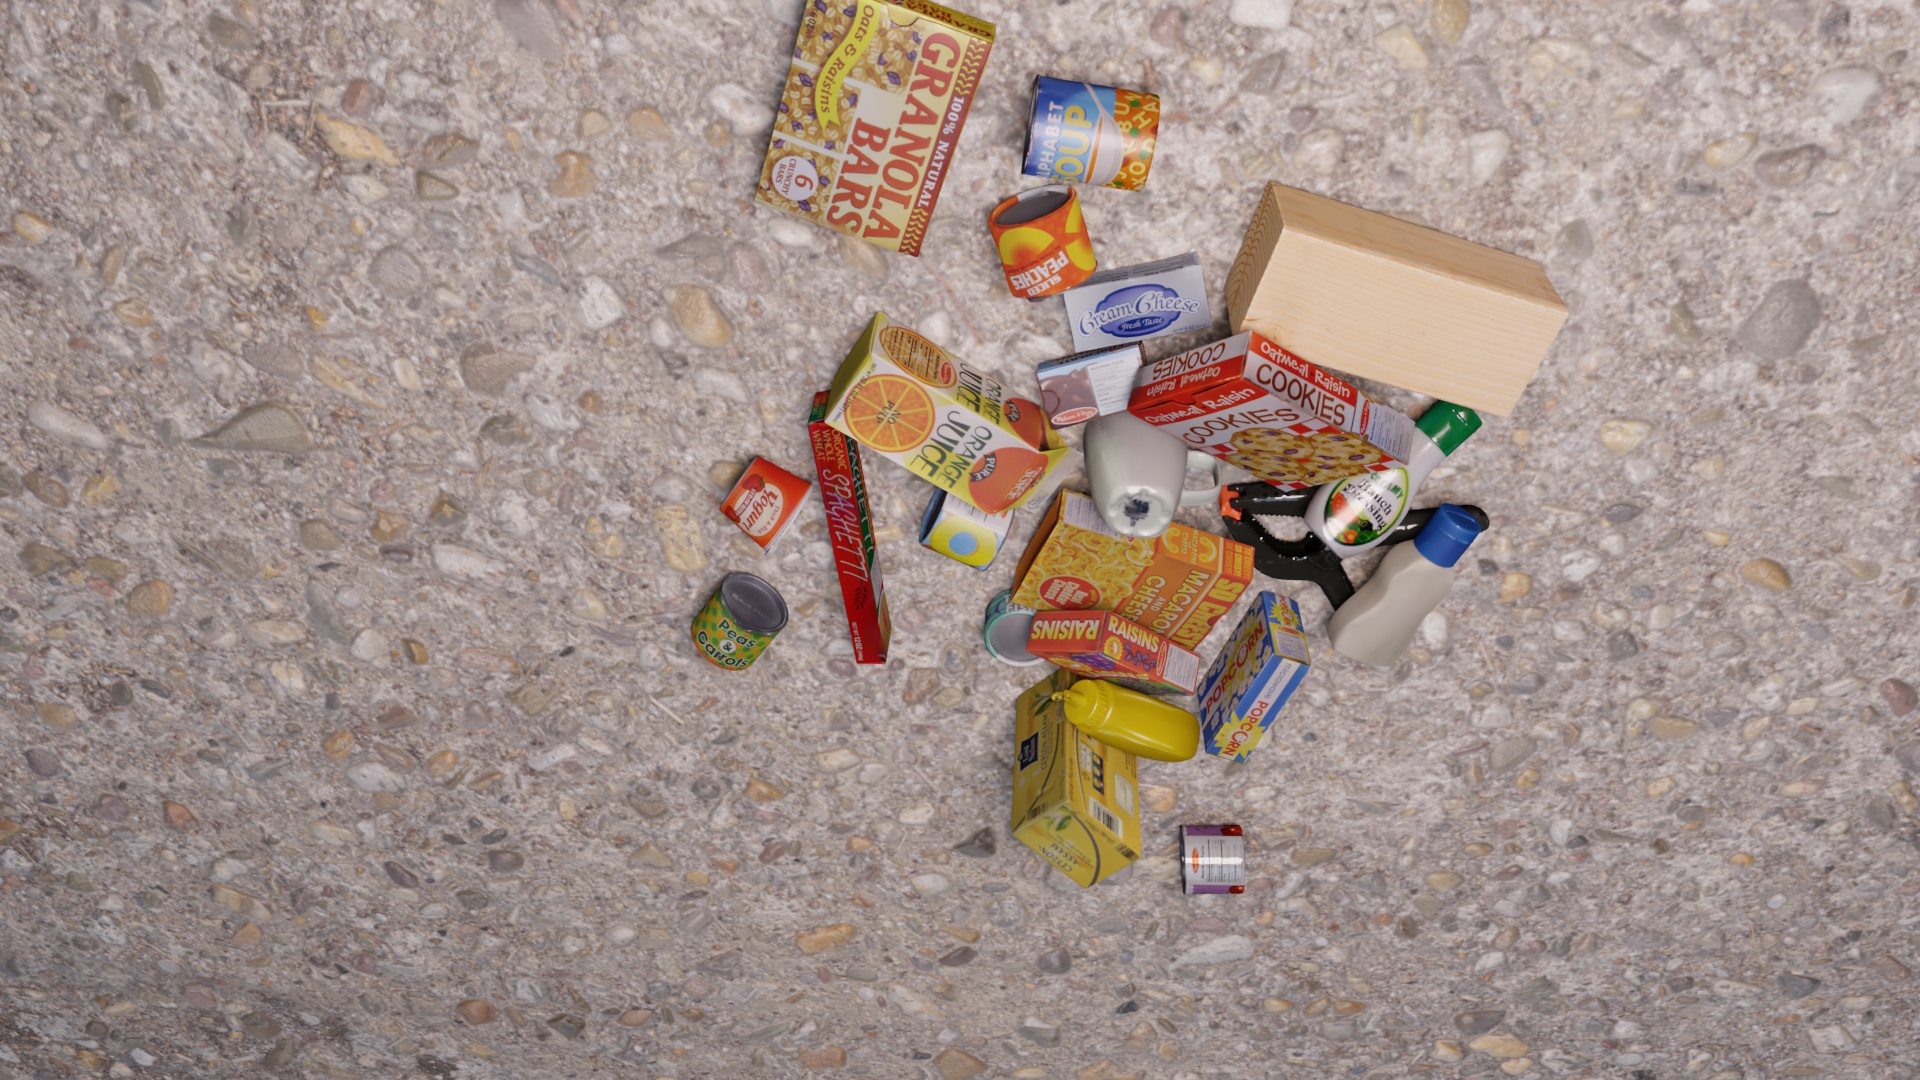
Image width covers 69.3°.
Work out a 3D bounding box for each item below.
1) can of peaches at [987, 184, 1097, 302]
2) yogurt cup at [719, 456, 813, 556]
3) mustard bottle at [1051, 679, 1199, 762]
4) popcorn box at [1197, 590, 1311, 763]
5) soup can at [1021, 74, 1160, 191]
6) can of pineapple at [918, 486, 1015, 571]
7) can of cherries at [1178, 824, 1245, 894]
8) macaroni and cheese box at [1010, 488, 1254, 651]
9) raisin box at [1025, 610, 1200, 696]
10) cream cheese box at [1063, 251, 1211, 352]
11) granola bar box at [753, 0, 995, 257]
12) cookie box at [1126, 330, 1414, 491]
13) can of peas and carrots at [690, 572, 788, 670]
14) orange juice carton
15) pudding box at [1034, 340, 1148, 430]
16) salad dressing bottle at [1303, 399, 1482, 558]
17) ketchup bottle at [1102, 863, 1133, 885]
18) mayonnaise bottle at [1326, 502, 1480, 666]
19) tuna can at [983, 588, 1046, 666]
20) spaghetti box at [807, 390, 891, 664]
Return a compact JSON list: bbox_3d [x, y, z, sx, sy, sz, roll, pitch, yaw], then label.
[{"bbox_3d":[0.058,-0.211,0.983,0.071,0.071,0.057,-13,123,13],"label":"can of peaches"},{"bbox_3d":[-0.160,-0.032,1.133,0.054,0.073,0.072,35,121,-10],"label":"yogurt cup"},{"bbox_3d":[0.137,0.150,1.188,0.160,0.049,0.065,25,157,-37],"label":"mustard bottle"},{"bbox_3d":[0.251,0.117,1.194,0.038,0.085,0.126,18,125,-10],"label":"popcorn box"},{"bbox_3d":[0.087,-0.272,0.936,0.084,0.072,0.071,9,126,-2],"label":"soup can"},{"bbox_3d":[0.004,-0.014,1.131,0.058,0.071,0.070,23,124,-12],"label":"can of pineapple"},{"bbox_3d":[0.243,0.308,1.346,0.058,0.072,0.071,-2,125,5],"label":"can of cherries"},{"bbox_3d":[0.140,0.029,1.147,0.166,0.040,0.123,17,144,-7],"label":"macaroni and cheese box"},{"bbox_3d":[0.129,0.096,1.172,0.123,0.040,0.086,27,161,-36],"label":"raisin box"},{"bbox_3d":[0.130,-0.176,1.031,0.104,0.024,0.053,-10,123,11],"label":"cream cheese box"},{"bbox_3d":[-0.061,-0.291,0.954,0.124,0.039,0.164,17,125,-8],"label":"granola bar box"},{"bbox_3d":[0.226,-0.090,1.016,0.167,0.040,0.122,23,162,-28],"label":"cookie box"},{"bbox_3d":[-0.193,0.072,1.204,0.071,0.071,0.058,31,122,-17],"label":"can of peas and carrots"},{"bbox_3d":[-0.002,-0.088,1.074,0.192,0.073,0.071,29,122,-16],"label":"orange juice carton"},{"bbox_3d":[0.104,-0.120,1.063,0.083,0.030,0.049,-14,108,13],"label":"pudding box"},{"bbox_3d":[0.333,-0.051,1.070,0.147,0.044,0.064,-45,90,8],"label":"salad dressing bottle"},{"bbox_3d":[0.142,0.271,1.338,0.065,0.044,0.148,-4,125,10],"label":"ketchup bottle"},{"bbox_3d":[0.358,0.036,1.113,0.065,0.041,0.147,17,125,-17],"label":"mayonnaise bottle"},{"bbox_3d":[0.054,0.074,1.211,0.071,0.033,0.070,2,126,3],"label":"tuna can"},{"bbox_3d":[-0.090,-0.007,1.153,0.029,0.050,0.248,-4,125,6],"label":"spaghetti box"}]
